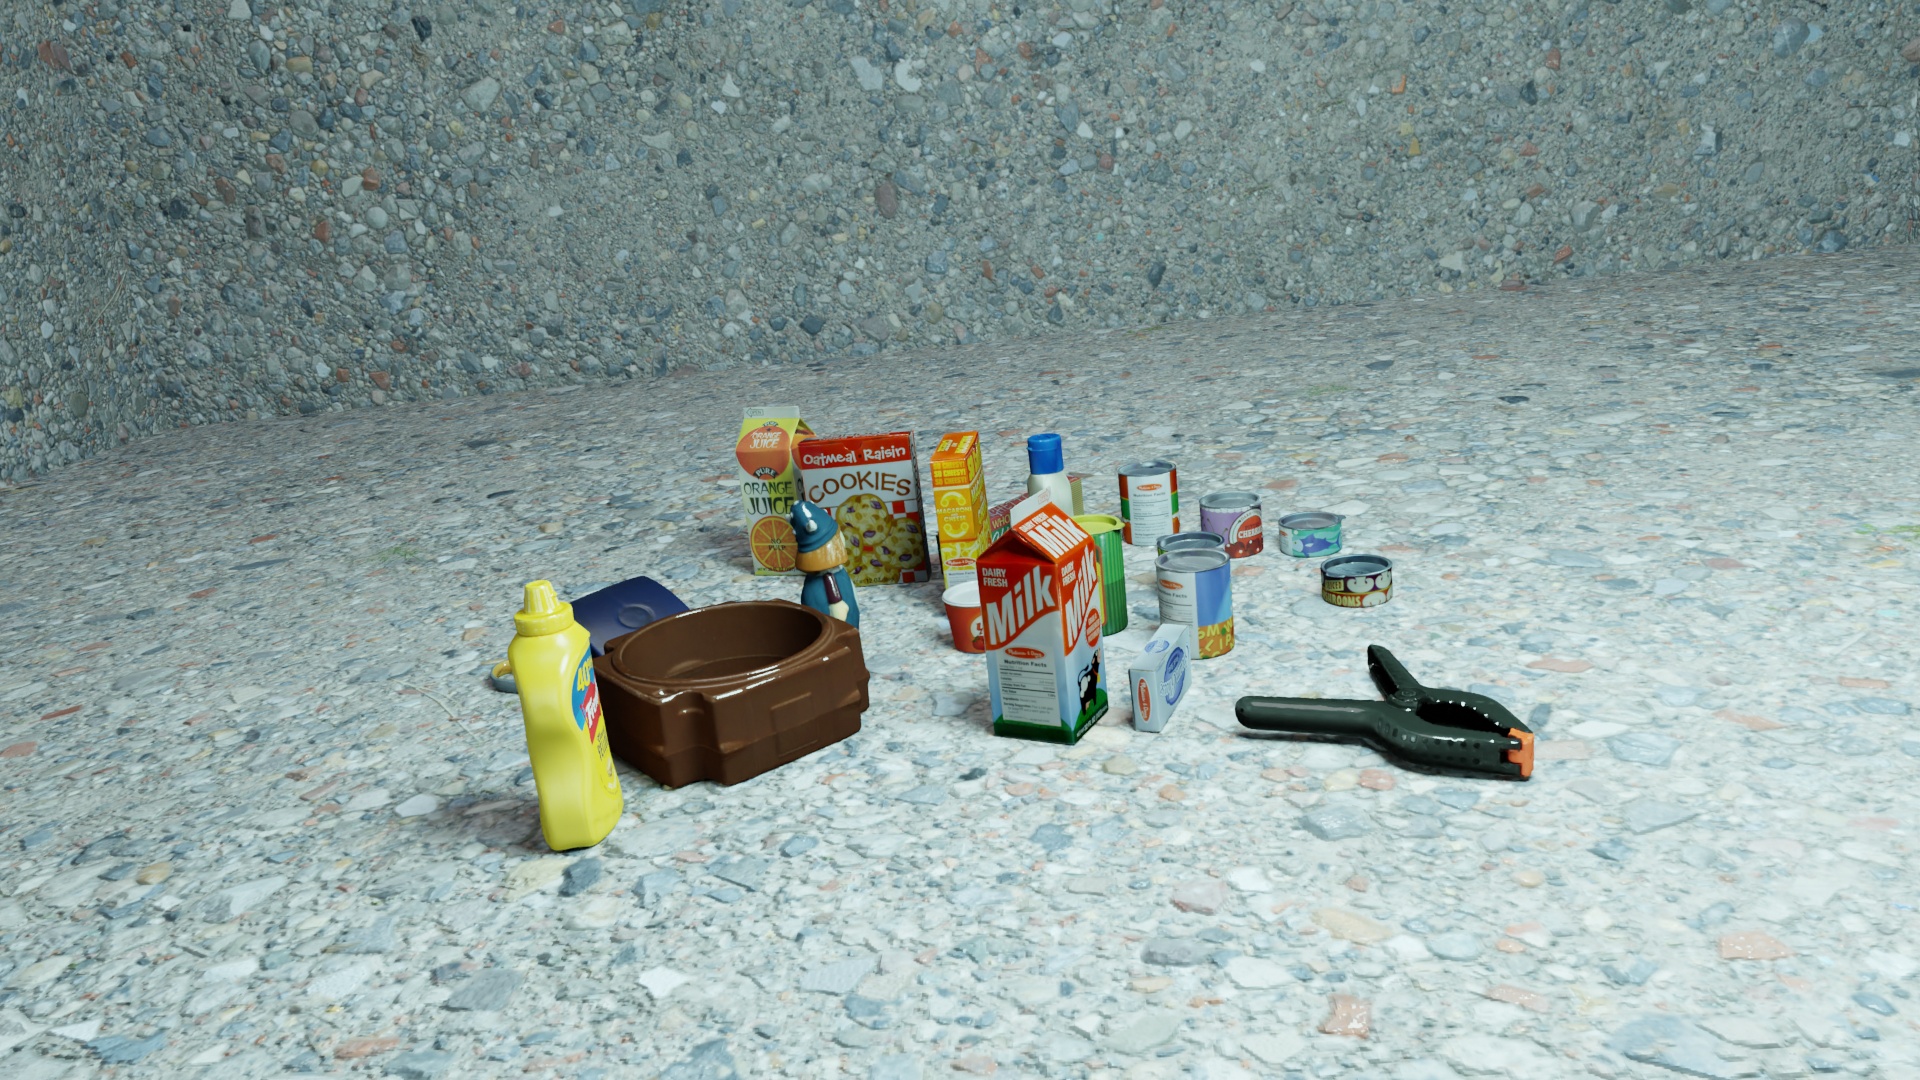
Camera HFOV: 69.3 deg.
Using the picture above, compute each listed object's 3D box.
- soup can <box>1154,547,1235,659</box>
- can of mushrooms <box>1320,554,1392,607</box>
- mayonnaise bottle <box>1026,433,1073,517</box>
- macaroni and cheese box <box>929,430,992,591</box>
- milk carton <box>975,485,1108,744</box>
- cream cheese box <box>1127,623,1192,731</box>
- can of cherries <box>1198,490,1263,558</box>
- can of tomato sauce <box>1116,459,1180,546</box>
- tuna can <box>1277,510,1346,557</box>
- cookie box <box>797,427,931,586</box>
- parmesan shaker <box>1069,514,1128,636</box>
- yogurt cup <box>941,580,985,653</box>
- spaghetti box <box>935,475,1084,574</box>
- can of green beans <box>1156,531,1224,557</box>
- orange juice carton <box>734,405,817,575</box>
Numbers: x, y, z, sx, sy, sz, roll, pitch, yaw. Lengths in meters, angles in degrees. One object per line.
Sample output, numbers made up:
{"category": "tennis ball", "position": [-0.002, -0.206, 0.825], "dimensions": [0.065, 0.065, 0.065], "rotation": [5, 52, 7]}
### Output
{"category": "soup can", "position": [0.211, 0.055, 1.236], "dimensions": [0.071, 0.083, 0.071], "rotation": [-6, 16, 2]}
{"category": "can of mushrooms", "position": [0.374, 0.038, 1.316], "dimensions": [0.071, 0.033, 0.071], "rotation": [-6, 16, 2]}
{"category": "mayonnaise bottle", "position": [0.097, -0.040, 1.489], "dimensions": [0.041, 0.147, 0.065], "rotation": [-12, 17, -18]}
{"category": "macaroni and cheese box", "position": [0.005, -0.018, 1.419], "dimensions": [0.040, 0.166, 0.124], "rotation": [-5, 16, 8]}
{"category": "milk carton", "position": [0.064, 0.057, 1.097], "dimensions": [0.073, 0.190, 0.072], "rotation": [2, 18, 29]}
{"category": "cream cheese box", "position": [0.162, 0.110, 1.123], "dimensions": [0.024, 0.053, 0.104], "rotation": [0, 18, 24]}
{"category": "can of cherries", "position": [0.293, -0.017, 1.492], "dimensions": [0.071, 0.058, 0.072], "rotation": [-6, 16, 2]}
{"category": "can of tomato sauce", "position": [0.213, -0.043, 1.569], "dimensions": [0.071, 0.082, 0.071], "rotation": [-6, 16, 2]}
{"category": "tuna can", "position": [0.374, -0.007, 1.472], "dimensions": [0.071, 0.032, 0.071], "rotation": [-6, 16, 2]}
{"category": "cookie box", "position": [-0.103, -0.034, 1.516], "dimensions": [0.123, 0.167, 0.040], "rotation": [-5, 16, 6]}
{"category": "parmesan shaker", "position": [0.124, 0.034, 1.309], "dimensions": [0.071, 0.102, 0.071], "rotation": [-6, 16, 2]}
{"category": "yogurt cup", "position": [0.019, 0.072, 1.308], "dimensions": [0.072, 0.053, 0.072], "rotation": [-6, 16, 2]}
{"category": "spaghetti box", "position": [0.062, -0.019, 1.608], "dimensions": [0.028, 0.050, 0.251], "rotation": [6, 21, 39]}
{"category": "can of green beans", "position": [0.228, 0.028, 1.367], "dimensions": [0.071, 0.057, 0.071], "rotation": [-6, 16, 2]}
{"category": "orange juice carton", "position": [-0.205, -0.061, 1.605], "dimensions": [0.072, 0.192, 0.073], "rotation": [-1, 17, 20]}
